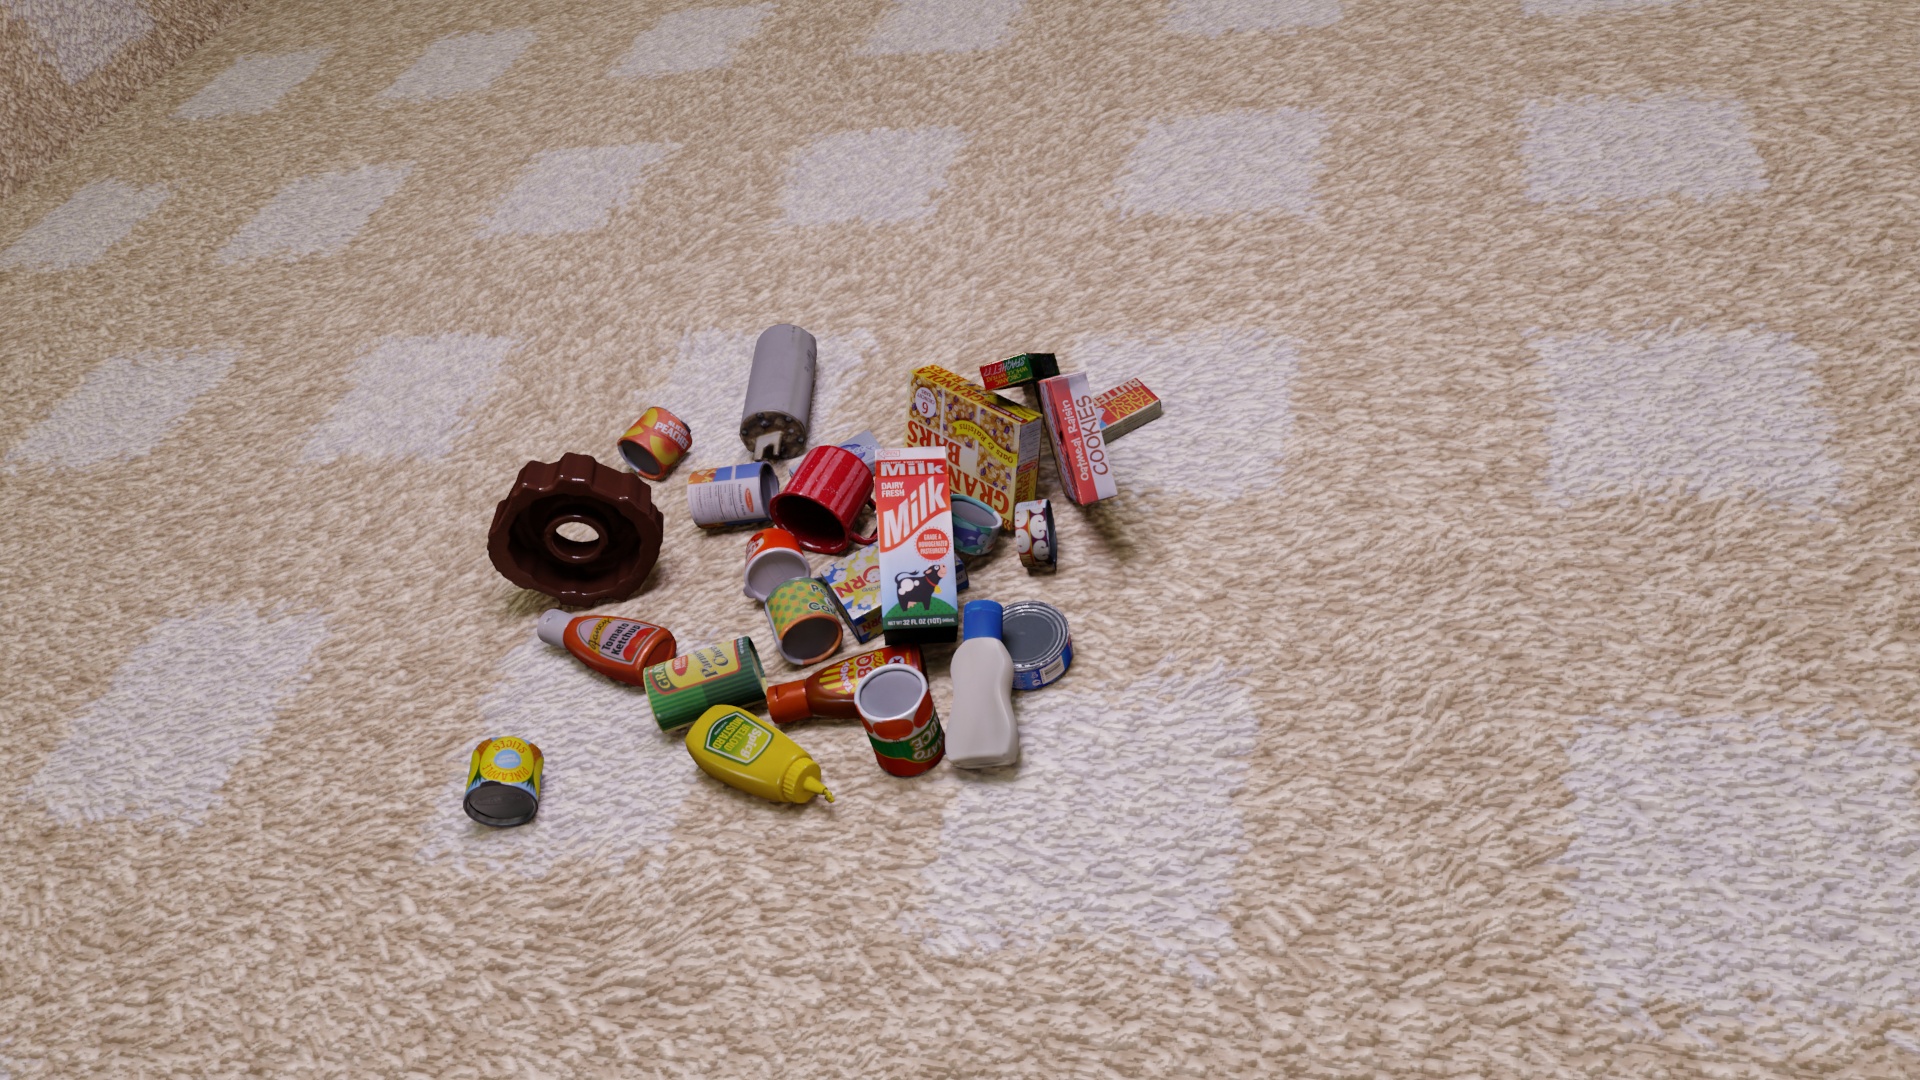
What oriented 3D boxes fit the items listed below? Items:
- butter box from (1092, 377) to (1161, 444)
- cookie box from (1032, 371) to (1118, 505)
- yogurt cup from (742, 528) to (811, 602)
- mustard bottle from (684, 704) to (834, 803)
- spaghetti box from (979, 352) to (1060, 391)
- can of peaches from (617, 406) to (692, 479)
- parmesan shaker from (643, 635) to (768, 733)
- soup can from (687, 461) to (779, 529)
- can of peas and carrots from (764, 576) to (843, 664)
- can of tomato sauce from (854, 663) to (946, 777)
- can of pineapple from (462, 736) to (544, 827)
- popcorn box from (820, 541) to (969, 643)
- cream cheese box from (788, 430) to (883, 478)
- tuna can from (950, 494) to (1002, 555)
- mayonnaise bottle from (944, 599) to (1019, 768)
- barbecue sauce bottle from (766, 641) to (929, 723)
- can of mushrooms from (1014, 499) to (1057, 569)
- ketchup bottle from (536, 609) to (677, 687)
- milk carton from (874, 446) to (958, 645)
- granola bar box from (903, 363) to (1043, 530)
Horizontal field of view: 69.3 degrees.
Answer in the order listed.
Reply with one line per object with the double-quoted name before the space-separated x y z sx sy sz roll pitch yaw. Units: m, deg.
"butter box" 0.164 -0.137 1.521 0.104 0.024 0.053 -28 45 -12
"cookie box" 0.111 -0.103 1.375 0.040 0.122 0.167 -16 6 0
"yogurt cup" -0.191 0.023 1.430 0.072 0.072 0.054 -19 35 -3
"mustard bottle" -0.174 0.200 1.252 0.160 0.048 0.065 18 54 31
"spaghetti box" 0.067 -0.181 1.484 0.050 0.028 0.250 -15 4 12
"can of peaches" -0.354 -0.113 1.611 0.071 0.071 0.058 16 52 29
"parmesan shaker" -0.242 0.136 1.327 0.103 0.071 0.071 -18 43 -3
"soup can" -0.247 -0.050 1.520 0.084 0.071 0.072 -6 44 10
"can of peas and carrots" -0.151 0.077 1.358 0.071 0.070 0.059 -22 44 -6
"can of tomato sauce" -0.051 0.160 1.234 0.071 0.082 0.071 -8 44 8
"can of pineapple" -0.422 0.222 1.286 0.071 0.070 0.058 -13 43 3
"popcorn box" -0.066 0.038 1.395 0.127 0.038 0.085 -27 46 -12
"cream cheese box" -0.134 -0.081 1.548 0.104 0.024 0.053 -28 44 -13
"tuna can" 0.005 -0.018 1.405 0.071 0.032 0.071 19 25 -9
"mayonnaise bottle" 0.020 0.127 1.244 0.064 0.041 0.148 -9 63 21
"barbecue sauce bottle" -0.105 0.139 1.300 0.148 0.043 0.065 -13 46 3
"can of mushrooms" 0.076 -0.004 1.381 0.033 0.070 0.071 -6 44 10
"ketchup bottle" -0.363 0.103 1.410 0.149 0.043 0.065 12 50 27
"milk carton" -0.043 0.000 1.330 0.072 0.073 0.191 -2 73 -2
"granola bar box" 0.011 -0.099 1.451 0.039 0.123 0.166 -22 39 -39
